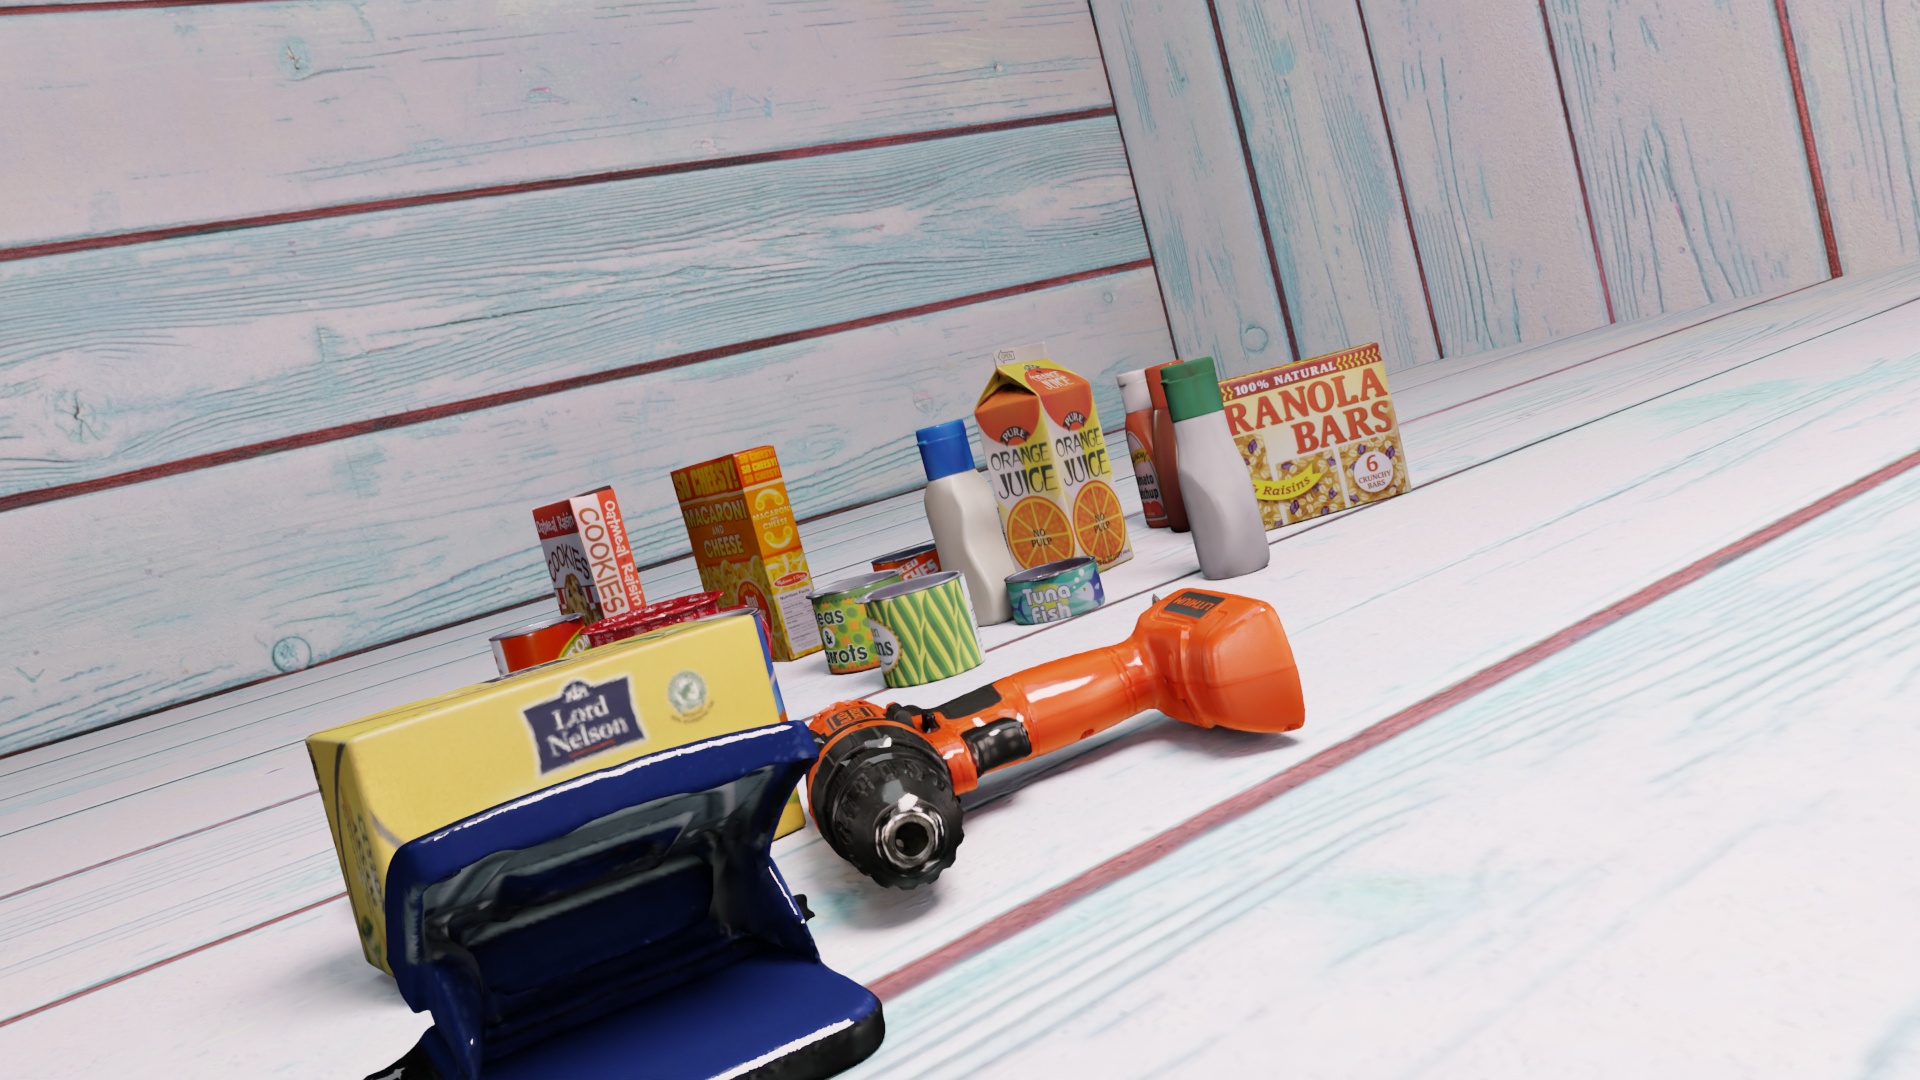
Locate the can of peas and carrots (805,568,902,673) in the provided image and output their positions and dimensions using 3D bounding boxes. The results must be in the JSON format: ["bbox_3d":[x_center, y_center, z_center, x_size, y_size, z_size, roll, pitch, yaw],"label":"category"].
[{"bbox_3d":[-0.068,0.057,0.964,0.071,0.058,0.071,-15,5,1],"label":"can of peas and carrots"}]

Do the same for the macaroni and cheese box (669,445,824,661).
[{"bbox_3d":[-0.171,0.013,1.120,0.040,0.166,0.123,-18,6,-35],"label":"macaroni and cheese box"}]

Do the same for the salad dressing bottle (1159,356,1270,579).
[{"bbox_3d":[0.170,-0.049,0.939,0.044,0.147,0.064,-16,5,-13],"label":"salad dressing bottle"}]

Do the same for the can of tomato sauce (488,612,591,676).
[{"bbox_3d":[-0.289,0.099,0.988,0.071,0.083,0.071,-15,5,1],"label":"can of tomato sauce"}]

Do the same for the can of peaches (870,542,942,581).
[{"bbox_3d":[-0.031,0.036,1.082,0.071,0.058,0.071,-15,5,1],"label":"can of peaches"}]

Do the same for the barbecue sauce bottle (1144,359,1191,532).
[{"bbox_3d":[0.198,-0.085,1.237,0.065,0.148,0.043,-18,6,-38],"label":"barbecue sauce bottle"}]

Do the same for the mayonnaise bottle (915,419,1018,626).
[{"bbox_3d":[0.004,-0.013,1.008,0.041,0.148,0.064,-18,5,-32],"label":"mayonnaise bottle"}]

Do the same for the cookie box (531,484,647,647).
[{"bbox_3d":[-0.300,0.043,1.150,0.040,0.167,0.123,-17,6,-31],"label":"cookie box"}]

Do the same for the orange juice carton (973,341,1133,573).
[{"bbox_3d":[0.072,-0.065,1.133,0.073,0.192,0.072,-10,6,43],"label":"orange juice carton"}]

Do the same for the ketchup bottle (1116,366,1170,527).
[{"bbox_3d":[0.183,-0.088,1.308,0.043,0.148,0.064,-16,5,-17],"label":"ketchup bottle"}]

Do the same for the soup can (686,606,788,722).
[{"bbox_3d":[-0.123,0.083,0.697,0.071,0.083,0.071,-15,5,1],"label":"soup can"}]

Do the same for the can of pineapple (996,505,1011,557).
[{"bbox_3d":[0.046,-0.004,1.302,0.071,0.058,0.071,-15,5,1],"label":"can of pineapple"}]

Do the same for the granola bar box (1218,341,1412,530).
[{"bbox_3d":[0.265,-0.078,1.111,0.166,0.124,0.039,-15,5,-4],"label":"granola bar box"}]

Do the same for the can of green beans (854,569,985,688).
[{"bbox_3d":[-0.023,0.055,0.864,0.071,0.057,0.071,-15,5,1],"label":"can of green beans"}]

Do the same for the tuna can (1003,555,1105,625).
[{"bbox_3d":[0.066,0.035,0.965,0.071,0.033,0.071,-15,5,1],"label":"tuna can"}]
